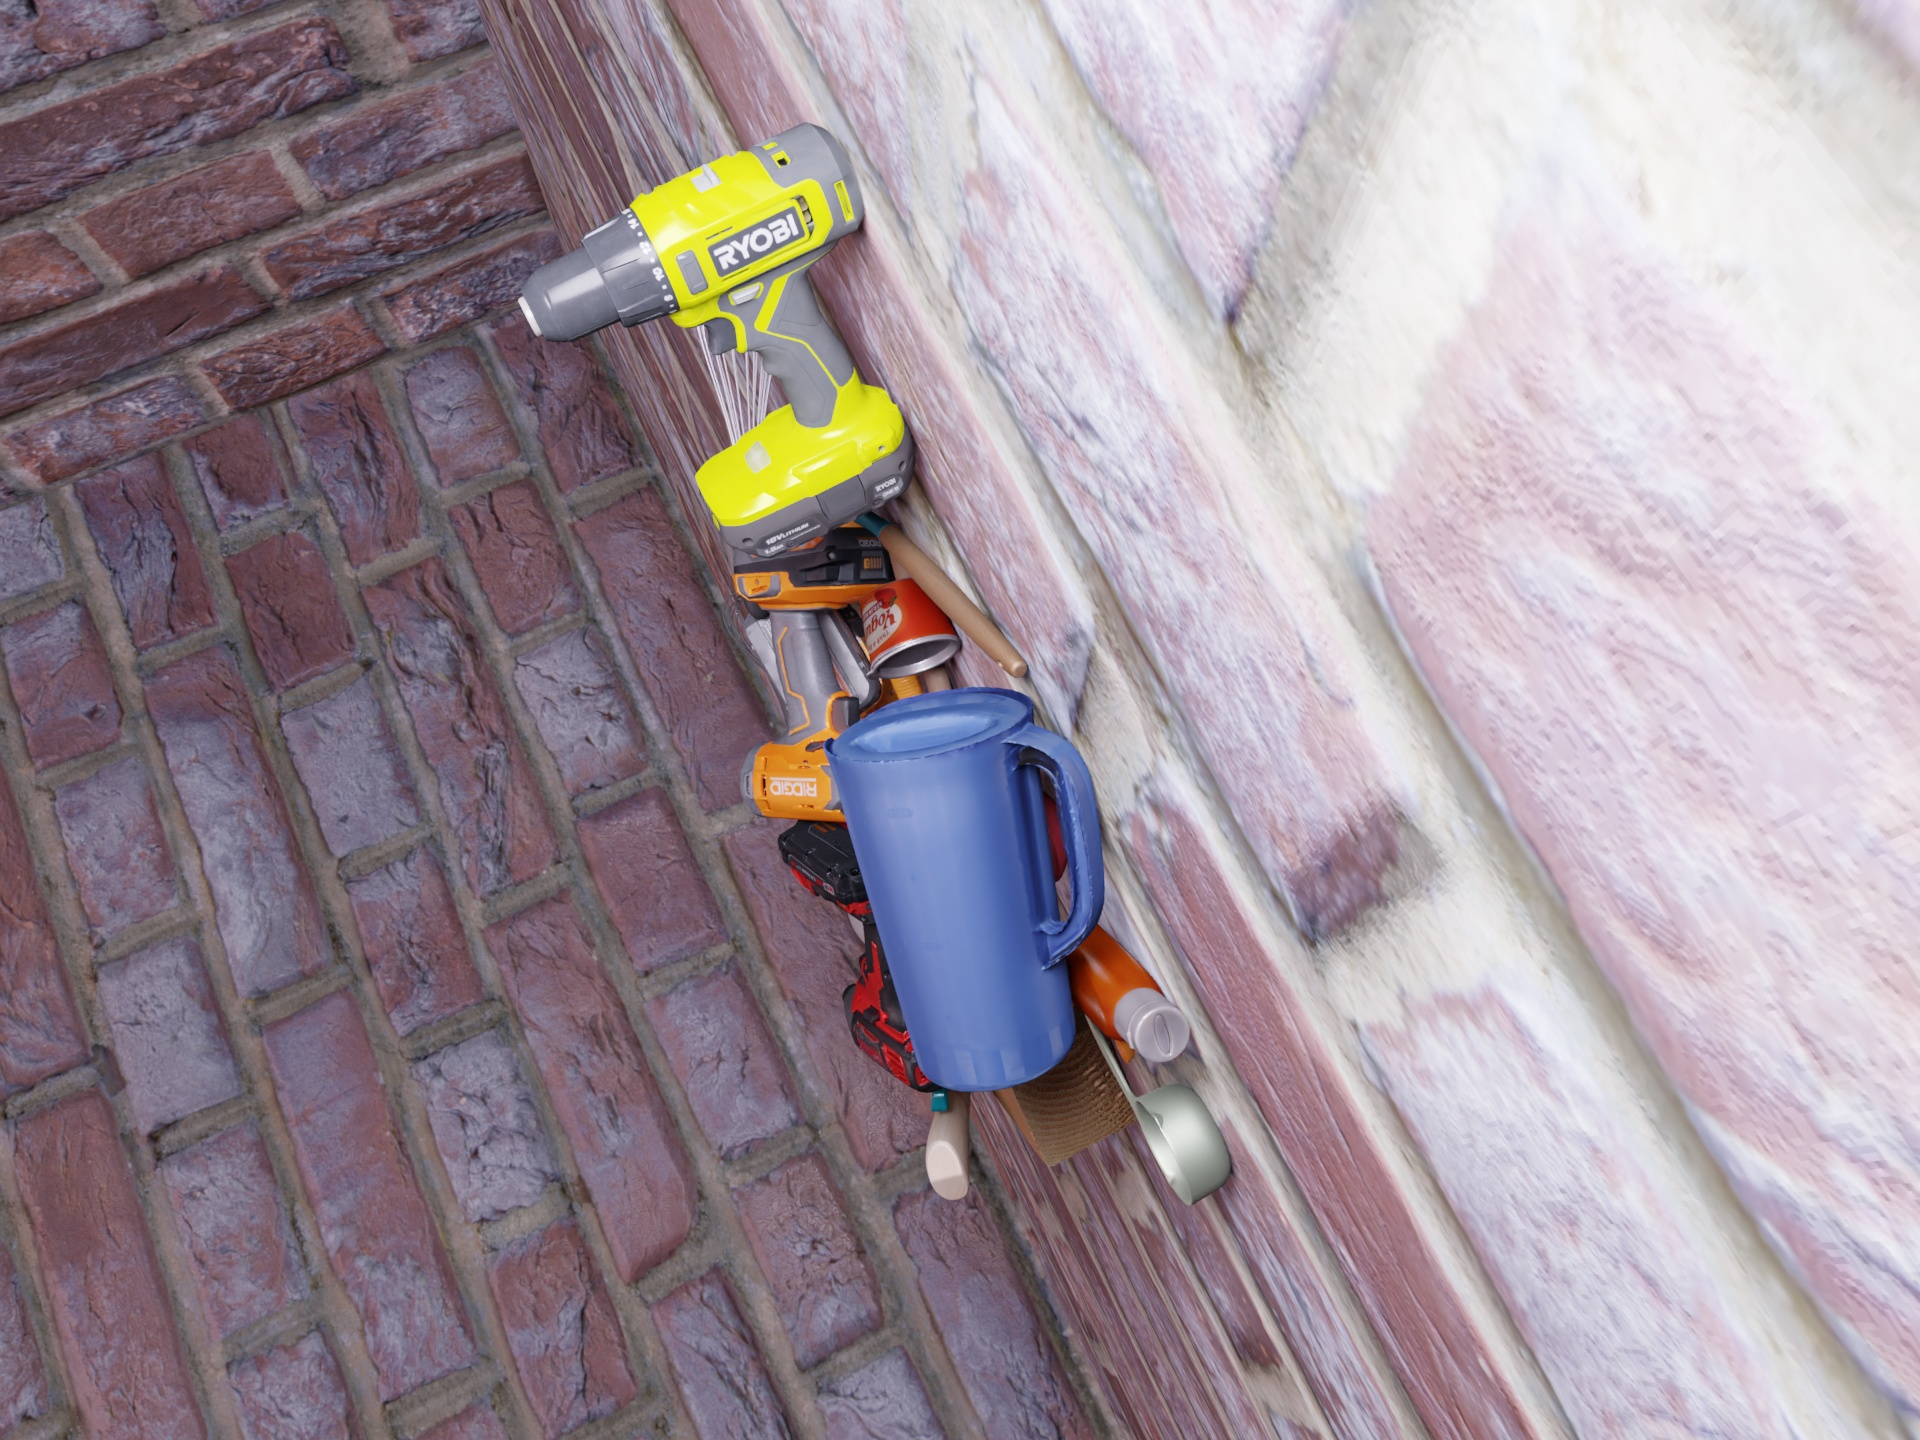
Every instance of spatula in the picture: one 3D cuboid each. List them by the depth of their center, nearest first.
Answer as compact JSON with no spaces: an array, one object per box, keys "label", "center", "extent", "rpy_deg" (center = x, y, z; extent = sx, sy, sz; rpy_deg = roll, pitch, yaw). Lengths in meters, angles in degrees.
[{"label":"spatula","center":[-0.029,-0.121,1.084],"extent":[0.318,0.044,0.082],"rpy_deg":[50,162,44]}]

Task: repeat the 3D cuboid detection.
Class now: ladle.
[{"label":"ladle","center":[0.044,0.159,1.153],"extent":[0.069,0.031,0.315],"rpy_deg":[55,151,38]}]

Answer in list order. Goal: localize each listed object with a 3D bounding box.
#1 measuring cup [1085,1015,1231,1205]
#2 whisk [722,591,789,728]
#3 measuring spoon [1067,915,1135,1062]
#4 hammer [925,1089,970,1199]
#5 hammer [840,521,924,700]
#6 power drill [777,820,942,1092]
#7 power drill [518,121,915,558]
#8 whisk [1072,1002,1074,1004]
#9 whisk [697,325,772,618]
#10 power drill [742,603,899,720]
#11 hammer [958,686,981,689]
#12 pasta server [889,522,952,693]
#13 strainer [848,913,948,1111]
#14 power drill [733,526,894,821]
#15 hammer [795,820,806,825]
[{"label":"measuring cup","center":[0.132,0.250,1.080],"extent":[0.168,0.038,0.083],"rpy_deg":[-122,12,-47]},{"label":"whisk","center":[-0.165,-0.038,1.448],"extent":[0.055,0.055,0.239],"rpy_deg":[77,168,-51]},{"label":"measuring spoon","center":[0.106,0.199,1.187],"extent":[0.021,0.011,0.117],"rpy_deg":[119,129,-78]},{"label":"hammer","center":[0.001,0.306,1.518],"extent":[0.411,0.038,0.146],"rpy_deg":[-86,-24,-63]},{"label":"hammer","center":[-0.045,-0.027,1.309],"extent":[0.127,0.034,0.336],"rpy_deg":[-88,-21,-75]},{"label":"power drill","center":[-0.070,0.182,1.281],"extent":[0.143,0.078,0.219],"rpy_deg":[25,133,53]},{"label":"power drill","center":[-0.130,-0.209,0.925],"extent":[0.080,0.190,0.228],"rpy_deg":[57,172,42]},{"label":"whisk","center":[0.058,0.191,1.325],"extent":[0.047,0.051,0.245],"rpy_deg":[62,175,-15]},{"label":"whisk","center":[-0.170,-0.223,1.274],"extent":[0.070,0.070,0.284],"rpy_deg":[-155,61,-76]},{"label":"power drill","center":[-0.122,-0.072,1.409],"extent":[0.185,0.084,0.226],"rpy_deg":[60,-173,4]},{"label":"hammer","center":[0.002,0.107,1.208],"extent":[0.128,0.033,0.330],"rpy_deg":[43,144,38]},{"label":"pasta server","center":[-0.002,-0.004,1.223],"extent":[0.060,0.040,0.316],"rpy_deg":[-137,29,-67]},{"label":"strainer","center":[-0.060,0.191,1.443],"extent":[0.210,0.095,0.341],"rpy_deg":[88,179,-57]},{"label":"power drill","center":[-0.098,-0.034,1.225],"extent":[0.164,0.084,0.226],"rpy_deg":[1,96,36]},{"label":"hammer","center":[-0.132,0.018,1.507],"extent":[0.146,0.035,0.335],"rpy_deg":[45,-161,-21]}]
